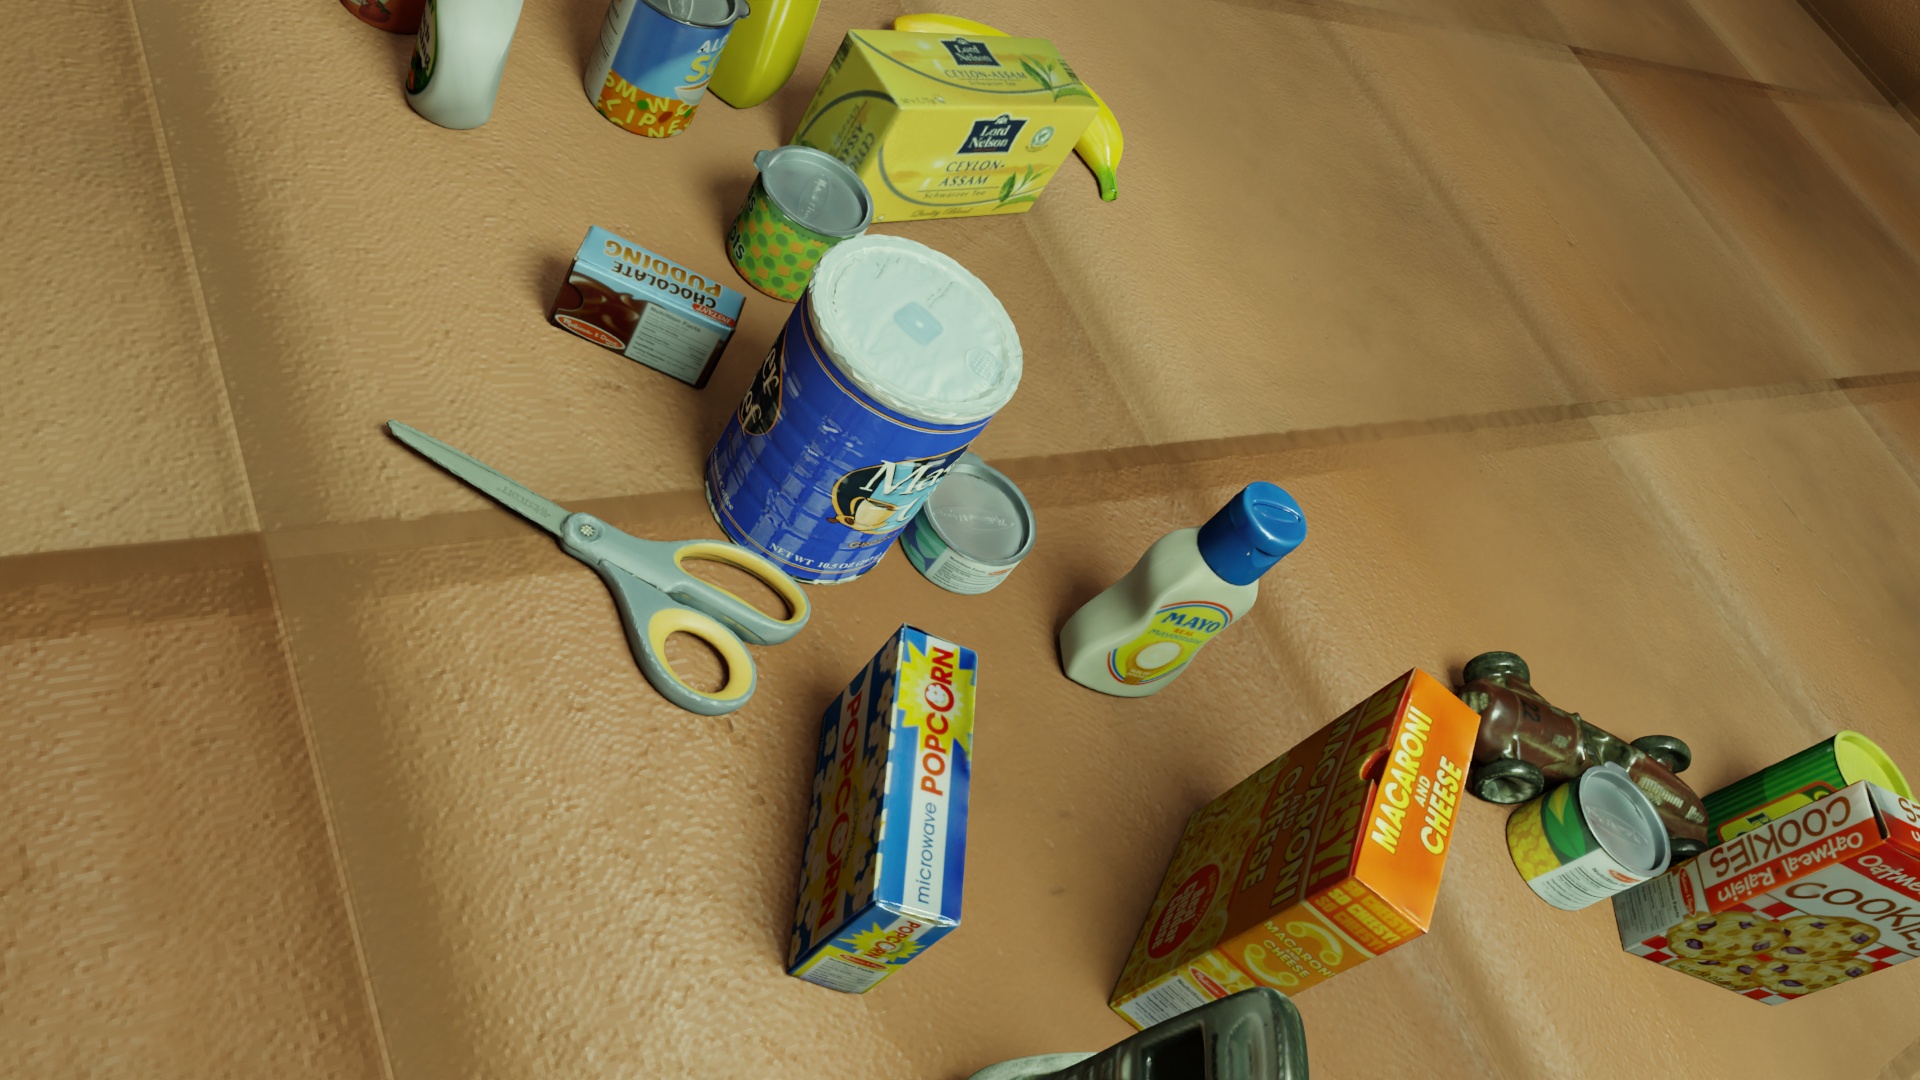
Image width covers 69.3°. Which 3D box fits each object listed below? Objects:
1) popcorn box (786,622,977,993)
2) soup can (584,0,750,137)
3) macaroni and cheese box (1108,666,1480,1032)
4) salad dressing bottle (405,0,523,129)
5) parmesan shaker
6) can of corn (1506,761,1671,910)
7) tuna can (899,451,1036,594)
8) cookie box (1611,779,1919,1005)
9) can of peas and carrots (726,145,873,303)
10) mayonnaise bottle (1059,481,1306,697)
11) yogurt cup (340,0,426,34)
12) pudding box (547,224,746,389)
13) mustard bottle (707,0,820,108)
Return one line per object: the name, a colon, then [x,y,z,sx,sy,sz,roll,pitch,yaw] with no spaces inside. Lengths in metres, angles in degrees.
popcorn box: [-0.031,0.111,0.573,0.038,0.084,0.127,21,48,-19]
soup can: [-0.167,-0.280,0.785,0.071,0.083,0.072,17,49,-21]
macaroni and cheese box: [0.143,0.141,0.605,0.040,0.165,0.124,39,45,-2]
salad dressing bottle: [-0.239,-0.273,0.688,0.044,0.147,0.064,8,54,-28]
parmesan shaker: [0.533,0.173,0.876,0.071,0.102,0.071,17,49,-21]
can of corn: [0.360,0.170,0.799,0.071,0.058,0.071,17,49,-21]
tuna can: [0.003,-0.009,0.723,0.071,0.032,0.071,17,49,-21]
cookie box: [0.476,0.202,0.773,0.123,0.166,0.040,23,48,-17]
can of peas and carrots: [-0.092,-0.176,0.771,0.071,0.058,0.071,17,49,-21]
mayonnaise bottle: [0.110,0.026,0.685,0.065,0.147,0.041,14,51,-24]
yogurt cup: [-0.301,-0.310,0.743,0.072,0.053,0.073,17,49,-21]
pudding box: [-0.156,-0.115,0.691,0.084,0.049,0.030,23,48,-17]
mustard bottle: [-0.108,-0.328,0.805,0.065,0.159,0.049,45,45,4]
